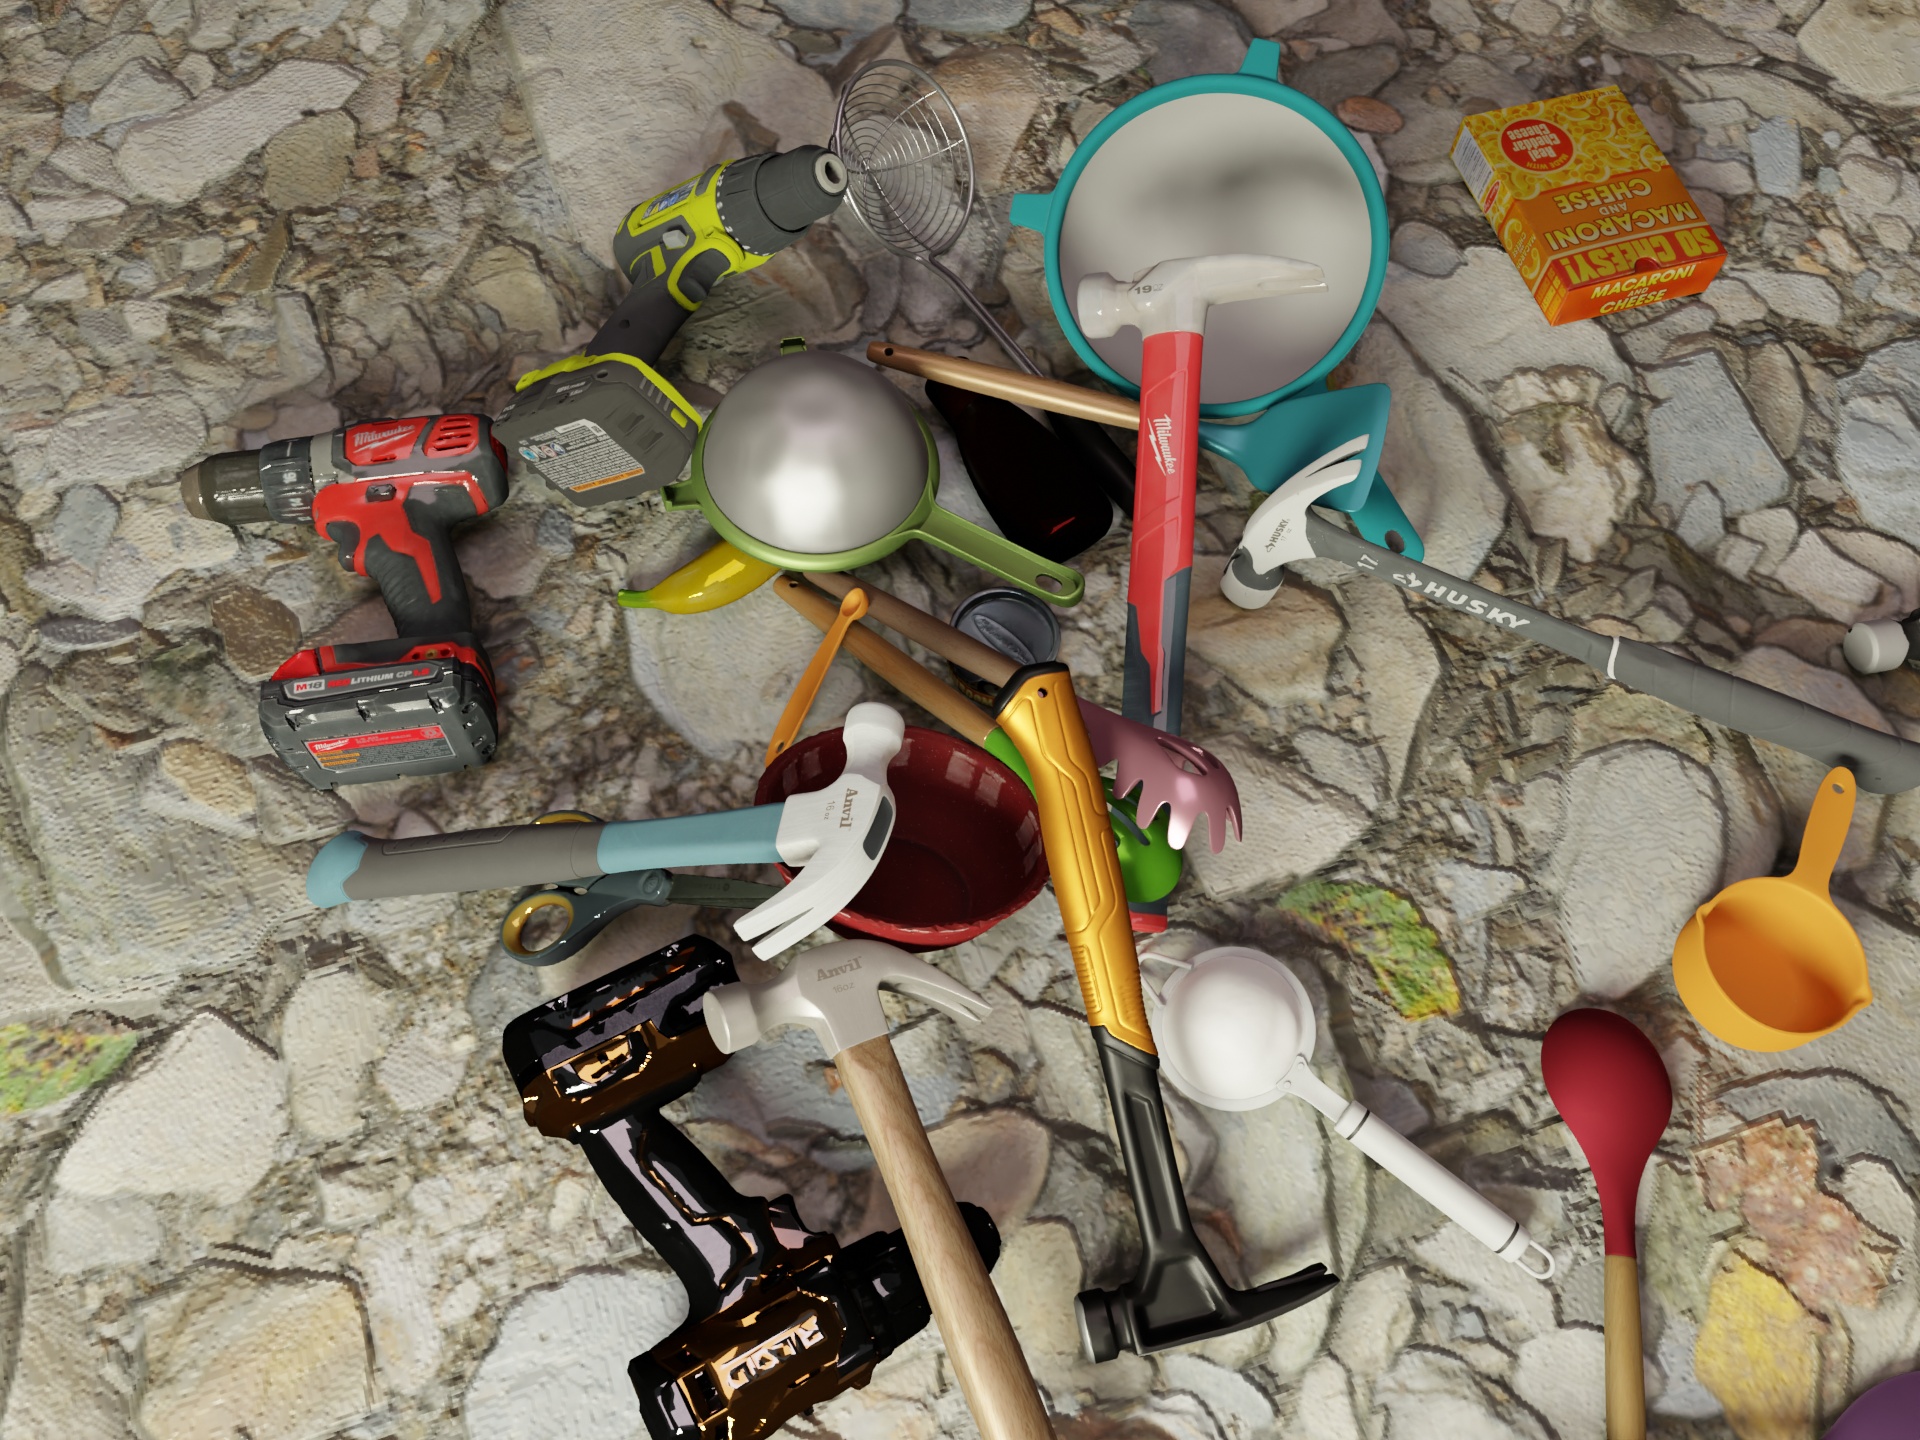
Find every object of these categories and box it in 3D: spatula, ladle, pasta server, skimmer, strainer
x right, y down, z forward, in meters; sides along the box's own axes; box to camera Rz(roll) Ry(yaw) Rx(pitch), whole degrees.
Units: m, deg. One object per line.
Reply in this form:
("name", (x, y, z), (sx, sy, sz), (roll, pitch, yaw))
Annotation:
("spatula", (0.369, 0.355, 0.746), (0.316, 0.018, 0.060), (-4, 63, -13))
("spatula", (0.094, -0.194, 0.964), (0.317, 0.044, 0.082), (15, 82, 7))
("ladle", (0.326, 0.293, 0.788), (0.069, 0.031, 0.316), (8, 65, 1))
("pasta server", (0.024, -0.019, 0.876), (0.316, 0.040, 0.060), (30, 31, 32))
("skimmer", (0.036, -0.275, 1.025), (0.127, 0.090, 0.363), (-18, 64, -44))
("strainer", (0.194, -0.239, 1.020), (0.211, 0.095, 0.340), (-32, 90, 6))
("strainer", (-0.039, -0.142, 0.927), (0.256, 0.069, 0.151), (28, 63, 11))
("strainer", (0.196, 0.200, 0.822), (0.258, 0.050, 0.087), (37, 83, 12))

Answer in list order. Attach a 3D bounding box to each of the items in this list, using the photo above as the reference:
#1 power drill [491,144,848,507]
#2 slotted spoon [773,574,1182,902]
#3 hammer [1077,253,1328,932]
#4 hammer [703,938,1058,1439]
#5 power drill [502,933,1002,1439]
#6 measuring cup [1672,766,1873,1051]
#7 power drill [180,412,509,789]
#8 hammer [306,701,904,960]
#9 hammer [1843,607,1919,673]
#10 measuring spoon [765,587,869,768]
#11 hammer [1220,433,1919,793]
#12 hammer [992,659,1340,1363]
("power drill", (-0.170, -0.248, 0.962), (0.190, 0.080, 0.229), (-4, 54, 45))
("slotted spoon", (-0.001, -0.003, 0.887), (0.070, 0.031, 0.314), (-32, 54, -33))
("hammer", (0.126, -0.075, 0.891), (0.143, 0.038, 0.386), (0, 79, 22))
("hammer", (-0.001, 0.257, 0.738), (0.130, 0.031, 0.331), (-16, 73, -28))
("power drill", (-0.102, 0.221, 0.778), (0.185, 0.084, 0.226), (-24, 71, -22))
("measuring cup", (0.452, 0.102, 0.874), (0.095, 0.052, 0.174), (28, 64, 11))
("power drill", (-0.357, -0.079, 0.921), (0.188, 0.080, 0.227), (-7, 61, -6))
("hammer", (-0.191, 0.065, 0.812), (0.331, 0.033, 0.128), (-6, 51, 19))
("hammer", (0.640, 0.079, 0.902), (0.146, 0.035, 0.335), (-8, 64, -6))
("measuring spoon", (-0.082, -0.022, 0.914), (0.021, 0.011, 0.117), (29, 92, 53))
("hammer", (0.361, -0.047, 0.914), (0.409, 0.149, 0.036), (21, 62, 1))
("hammer", (0.083, 0.134, 0.782), (0.127, 0.034, 0.337), (-13, 87, -2))
